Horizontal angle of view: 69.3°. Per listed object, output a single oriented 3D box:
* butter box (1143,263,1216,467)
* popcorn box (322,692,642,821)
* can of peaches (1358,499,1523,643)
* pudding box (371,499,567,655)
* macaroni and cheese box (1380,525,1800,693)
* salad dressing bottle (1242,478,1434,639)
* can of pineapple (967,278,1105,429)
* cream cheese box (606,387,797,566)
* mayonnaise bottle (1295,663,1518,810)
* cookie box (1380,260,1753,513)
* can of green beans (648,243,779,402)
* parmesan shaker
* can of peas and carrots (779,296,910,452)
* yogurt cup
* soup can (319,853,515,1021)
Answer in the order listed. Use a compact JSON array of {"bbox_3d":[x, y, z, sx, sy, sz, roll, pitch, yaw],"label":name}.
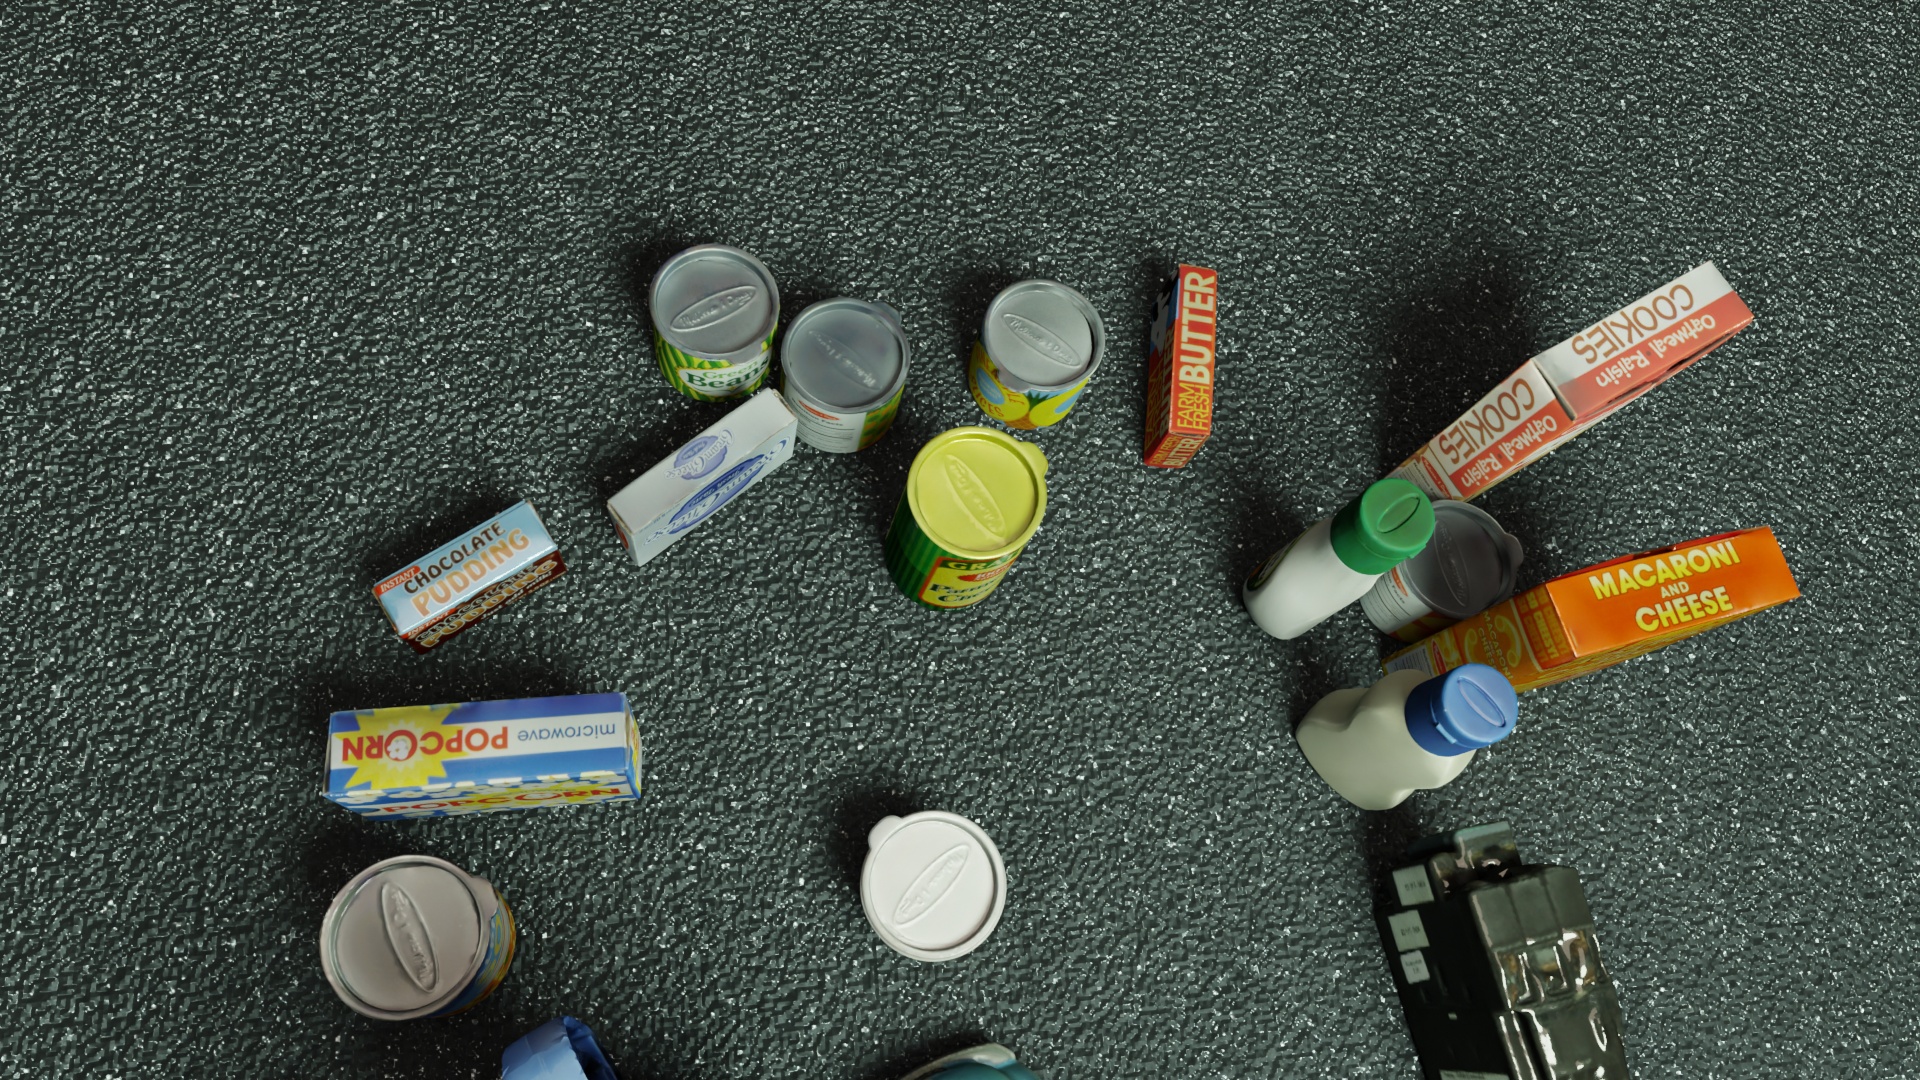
[{"bbox_3d":[0.122,-0.096,0.773,0.024,0.053,0.104,8,71,-7],"label":"butter box"},{"bbox_3d":[-0.212,0.100,0.635,0.127,0.085,0.038,-3,73,-10],"label":"popcorn box"},{"bbox_3d":[0.259,0.018,0.755,0.071,0.058,0.071,3,71,-8],"label":"can of peaches"},{"bbox_3d":[-0.237,0.018,0.677,0.084,0.049,0.030,-32,80,-18],"label":"pudding box"},{"bbox_3d":[0.305,0.045,0.696,0.124,0.166,0.040,-13,75,-13],"label":"macaroni and cheese box"},{"bbox_3d":[0.188,0.010,0.698,0.064,0.147,0.044,-37,81,-18],"label":"salad dressing bottle"},{"bbox_3d":[0.038,-0.100,0.758,0.071,0.057,0.071,3,71,-8],"label":"can of pineapple"},{"bbox_3d":[-0.131,-0.032,0.710,0.104,0.053,0.024,-38,82,-19],"label":"cream cheese box"},{"bbox_3d":[0.217,0.093,0.675,0.041,0.147,0.065,-40,82,-19],"label":"mayonnaise bottle"},{"bbox_3d":[0.313,-0.071,0.735,0.123,0.167,0.040,-28,79,-17],"label":"cookie box"},{"bbox_3d":[-0.130,-0.114,0.735,0.071,0.057,0.071,3,71,-8],"label":"can of green beans"},{"bbox_3d":[0.002,-0.009,0.697,0.071,0.102,0.071,3,72,-8],"label":"parmesan shaker"},{"bbox_3d":[-0.061,-0.088,0.737,0.071,0.058,0.071,3,71,-8],"label":"can of peas and carrots"},{"bbox_3d":[-0.016,0.166,0.662,0.072,0.053,0.072,3,71,-8],"label":"yogurt cup"},{"bbox_3d":[-0.231,0.174,0.608,0.071,0.083,0.071,3,72,-8],"label":"soup can"}]
